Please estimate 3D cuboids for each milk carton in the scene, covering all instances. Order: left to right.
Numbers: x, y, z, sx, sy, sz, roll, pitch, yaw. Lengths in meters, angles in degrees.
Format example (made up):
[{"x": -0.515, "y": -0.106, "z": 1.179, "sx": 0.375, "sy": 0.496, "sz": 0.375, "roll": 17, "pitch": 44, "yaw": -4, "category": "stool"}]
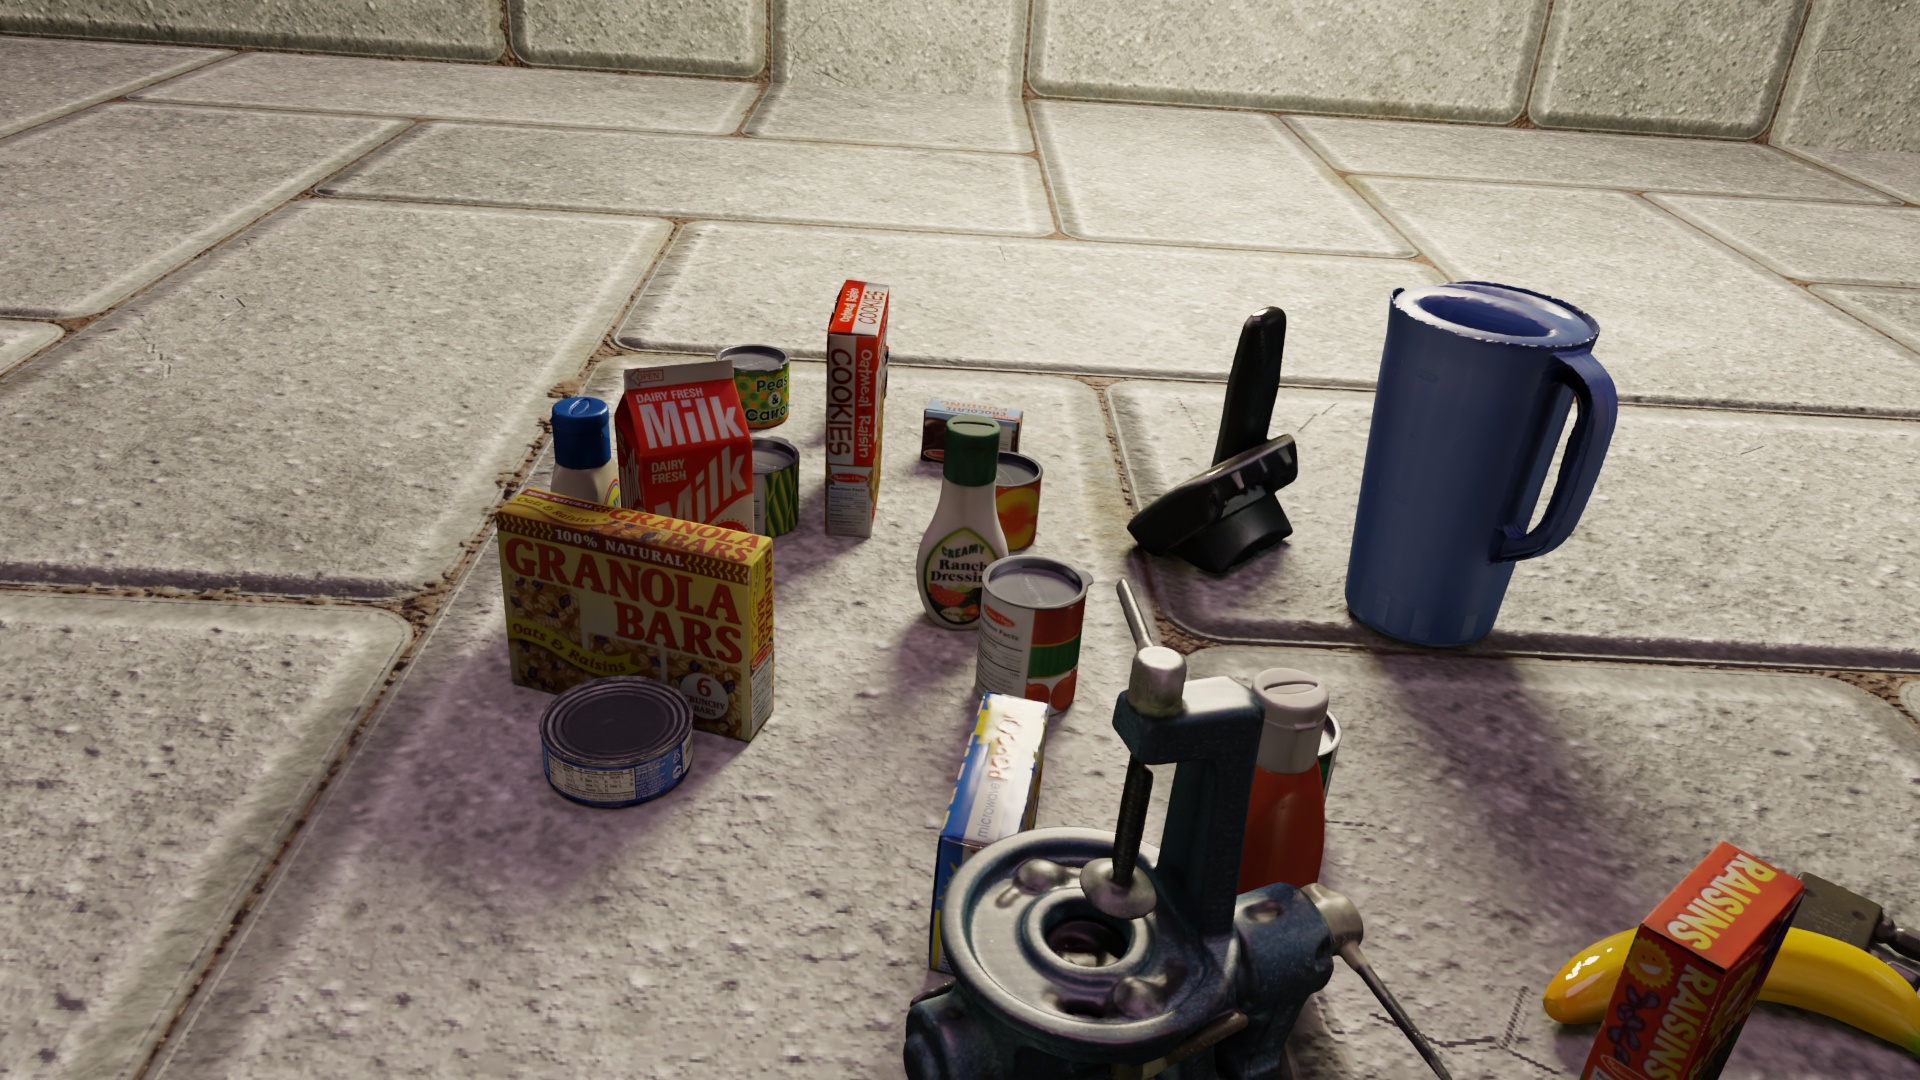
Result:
[{"x": -0.179, "y": -0.026, "z": 0.903, "sx": 0.072, "sy": 0.189, "sz": 0.073, "roll": -10, "pitch": 31, "yaw": -24, "category": "milk carton"}]

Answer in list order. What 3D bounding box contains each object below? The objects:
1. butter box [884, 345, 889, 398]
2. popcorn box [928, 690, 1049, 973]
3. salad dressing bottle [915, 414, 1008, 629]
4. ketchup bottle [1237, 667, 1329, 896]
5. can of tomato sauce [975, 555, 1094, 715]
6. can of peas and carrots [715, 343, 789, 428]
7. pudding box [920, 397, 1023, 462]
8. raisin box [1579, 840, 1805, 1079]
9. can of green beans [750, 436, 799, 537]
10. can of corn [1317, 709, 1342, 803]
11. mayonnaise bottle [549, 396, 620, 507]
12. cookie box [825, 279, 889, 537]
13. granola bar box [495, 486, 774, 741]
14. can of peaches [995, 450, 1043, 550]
[{"x": -0.093, "y": -0.140, "z": 1.276, "sx": 0.024, "sy": 0.052, "sz": 0.104, "roll": 11, "pitch": 29, "yaw": 13, "category": "butter box"}, {"x": 0.016, "y": 0.148, "z": 0.713, "sx": 0.038, "sy": 0.084, "sz": 0.127, "roll": 8, "pitch": 28, "yaw": 8, "category": "popcorn box"}, {"x": 0.003, "y": -0.012, "z": 0.946, "sx": 0.064, "sy": 0.147, "sz": 0.044, "roll": 4, "pitch": 28, "yaw": -1, "category": "salad dressing bottle"}, {"x": 0.152, "y": 0.135, "z": 0.689, "sx": 0.065, "sy": 0.148, "sz": 0.044, "roll": -4, "pitch": 29, "yaw": -15, "category": "ketchup bottle"}, {"x": 0.046, "y": 0.061, "z": 0.884, "sx": 0.071, "sy": 0.082, "sz": 0.071, "roll": 3, "pitch": 28, "yaw": -2, "category": "can of tomato sauce"}, {"x": -0.186, "y": -0.139, "z": 1.255, "sx": 0.071, "sy": 0.058, "sz": 0.071, "roll": 3, "pitch": 28, "yaw": -2, "category": "can of peas and carrots"}, {"x": 0.010, "y": -0.092, "z": 1.201, "sx": 0.084, "sy": 0.049, "sz": 0.030, "roll": 8, "pitch": 28, "yaw": 7, "category": "pudding box"}, {"x": 0.315, "y": 0.204, "z": 0.607, "sx": 0.086, "sy": 0.122, "sz": 0.040, "roll": -20, "pitch": 36, "yaw": -37, "category": "raisin box"}, {"x": -0.158, "y": -0.041, "z": 1.075, "sx": 0.071, "sy": 0.057, "sz": 0.071, "roll": 3, "pitch": 28, "yaw": -2, "category": "can of green beans"}, {"x": 0.179, "y": 0.128, "z": 0.801, "sx": 0.071, "sy": 0.058, "sz": 0.071, "roll": 3, "pitch": 28, "yaw": -2, "category": "can of corn"}, {"x": -0.250, "y": -0.022, "z": 0.931, "sx": 0.041, "sy": 0.147, "sz": 0.065, "roll": 5, "pitch": 28, "yaw": 2, "category": "mayonnaise bottle"}, {"x": -0.082, "y": -0.105, "z": 1.090, "sx": 0.040, "sy": 0.166, "sz": 0.123, "roll": 3, "pitch": 28, "yaw": -1, "category": "cookie box"}, {"x": -0.194, "y": 0.044, "z": 0.841, "sx": 0.165, "sy": 0.123, "sz": 0.039, "roll": 12, "pitch": 29, "yaw": 14, "category": "granola bar box"}, {"x": 0.027, "y": -0.031, "z": 1.080, "sx": 0.071, "sy": 0.057, "sz": 0.071, "roll": 3, "pitch": 28, "yaw": -2, "category": "can of peaches"}]
